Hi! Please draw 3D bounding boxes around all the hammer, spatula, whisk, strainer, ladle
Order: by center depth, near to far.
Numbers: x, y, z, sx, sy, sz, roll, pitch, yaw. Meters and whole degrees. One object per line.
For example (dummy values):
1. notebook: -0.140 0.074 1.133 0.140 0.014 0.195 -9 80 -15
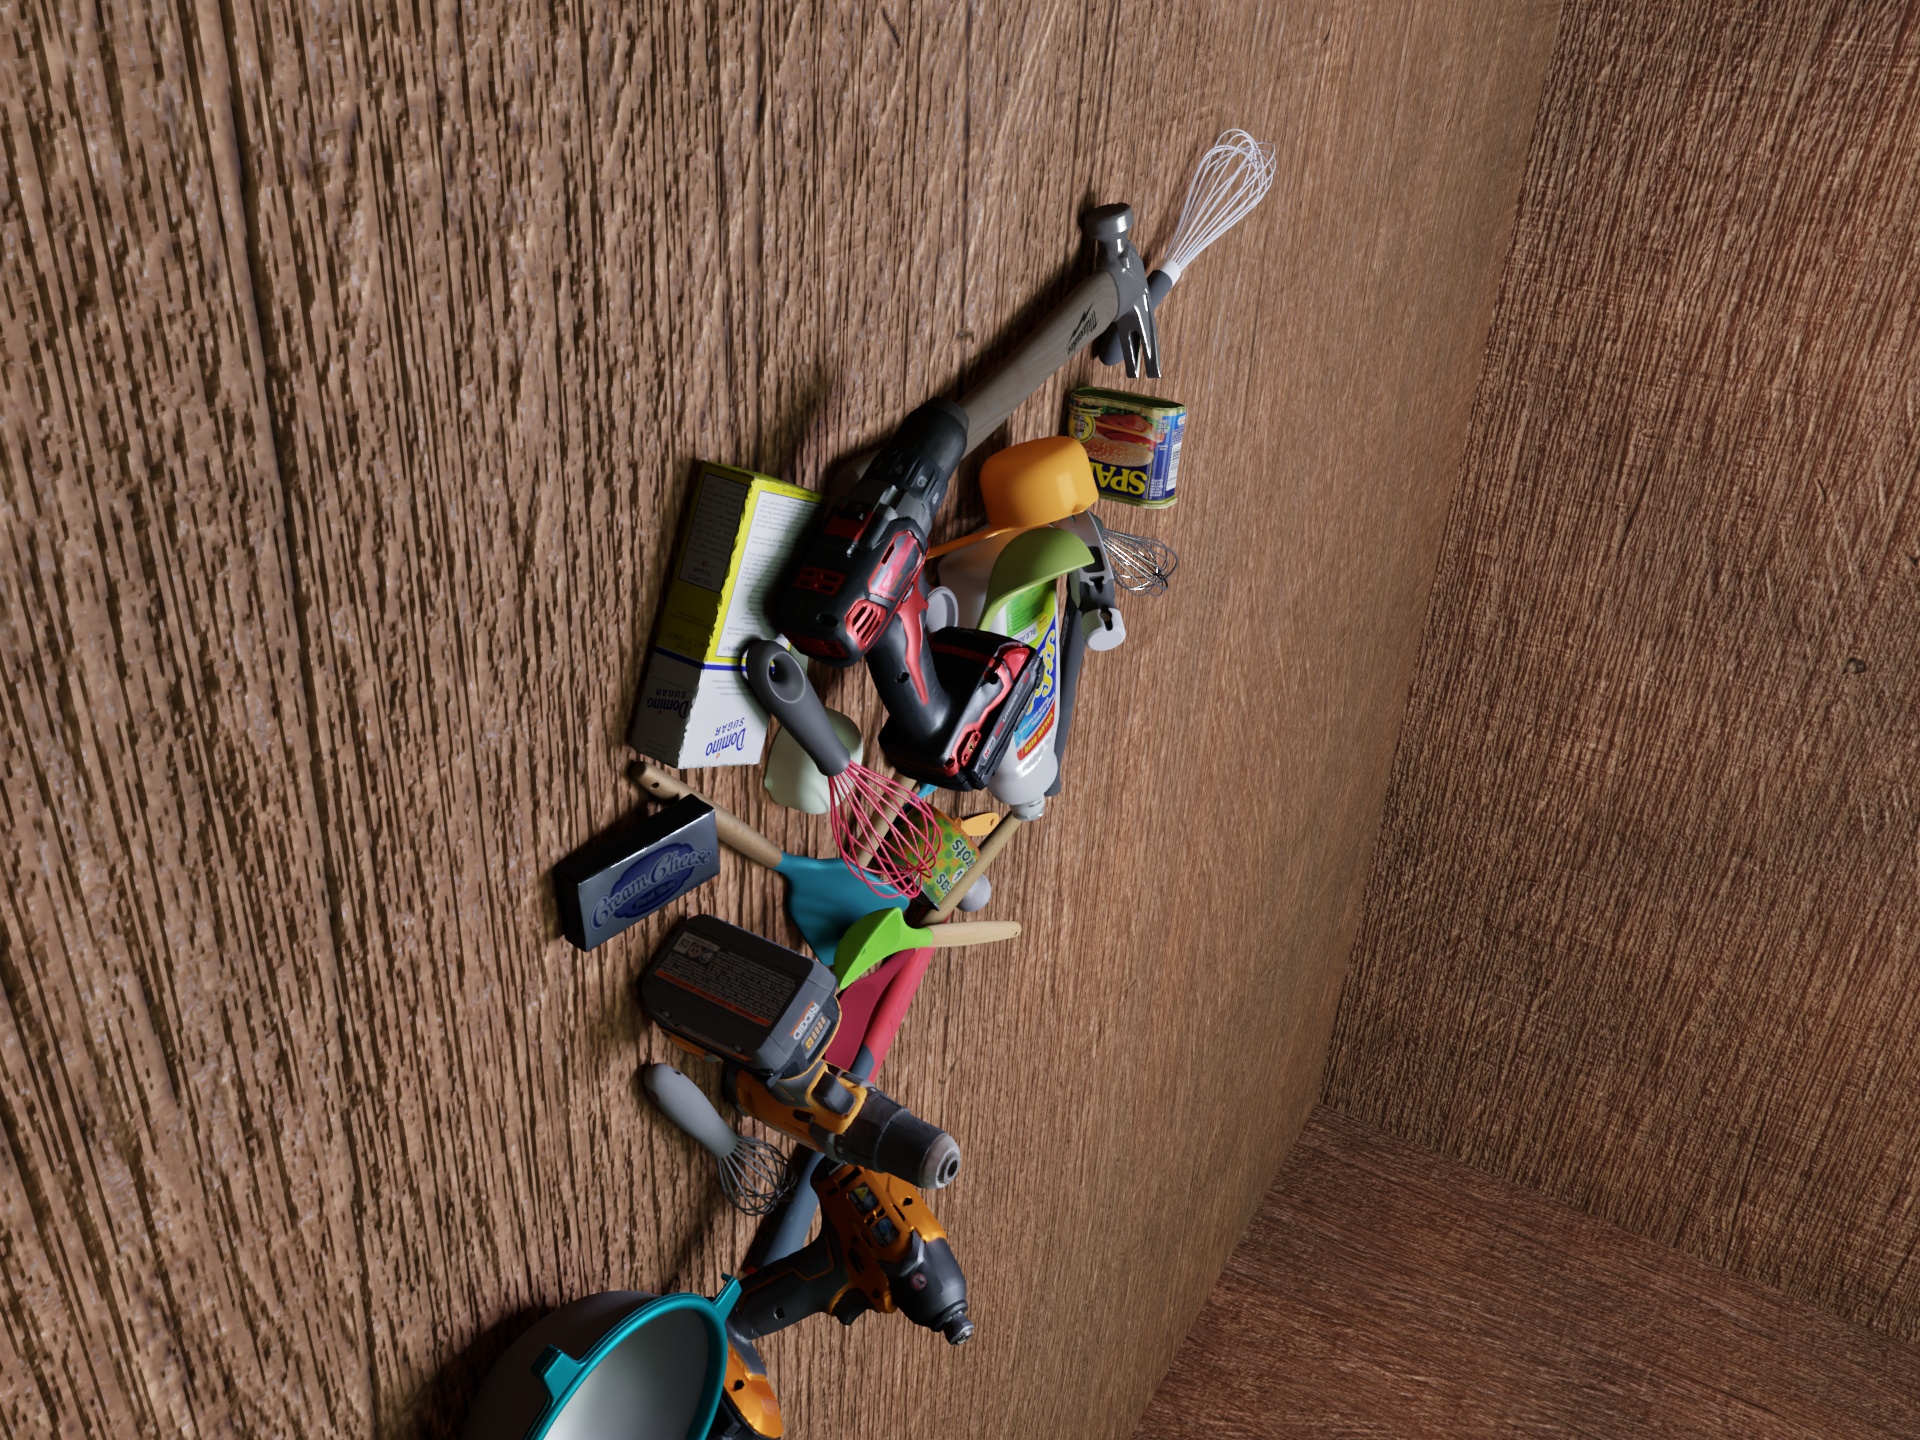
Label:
1. strainer: -0.270 0.509 1.022 0.211 0.095 0.340 8 102 -63
2. whisk: -0.076 0.036 1.047 0.073 0.073 0.295 -61 149 -22
3. spatula: -0.132 0.092 1.075 0.082 0.044 0.317 -37 151 4
4. whisk: -0.173 0.300 1.142 0.055 0.055 0.238 -59 148 -26
5. hammer: 0.035 -0.237 1.177 0.411 0.038 0.146 -47 132 -38
6. ladle: -0.002 -0.004 1.185 0.320 0.062 0.078 -61 171 15
7. ladle: -0.027 0.165 1.286 0.315 0.031 0.069 -48 144 -36
8. hammer: -0.084 0.279 1.317 0.386 0.038 0.143 -65 154 -15
9. hammer: 0.088 -0.038 1.370 0.334 0.035 0.146 97 -15 -56
10. whisk: 0.118 -0.162 1.378 0.059 0.058 0.246 -33 148 23
11. whisk: 0.195 -0.415 1.401 0.285 0.070 0.070 -56 152 -20

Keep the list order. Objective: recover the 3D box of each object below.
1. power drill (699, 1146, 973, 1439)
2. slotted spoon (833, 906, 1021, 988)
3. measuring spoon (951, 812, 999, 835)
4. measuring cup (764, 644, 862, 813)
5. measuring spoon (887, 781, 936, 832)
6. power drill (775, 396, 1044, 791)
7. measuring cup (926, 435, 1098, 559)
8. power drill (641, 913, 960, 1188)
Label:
1. power drill: -0.106 0.431 1.146 0.226 0.164 0.084 -40 150 -4
2. slotted spoon: -0.019 0.171 1.250 0.070 0.031 0.313 -57 157 10
3. measuring spoon: 0.010 0.092 1.421 0.117 0.011 0.021 1 106 -68
4. measuring cup: -0.096 -0.008 1.084 0.083 0.038 0.167 -43 146 -46
5. measuring spoon: -0.049 0.064 1.269 0.129 0.021 0.042 -44 166 -31
6. power drill: -0.021 -0.078 1.033 0.188 0.080 0.226 -62 147 -22
7. measuring cup: 0.025 -0.169 1.203 0.173 0.095 0.052 -26 112 -29
8. power drill: -0.101 0.237 1.079 0.084 0.185 0.226 -57 149 -26
